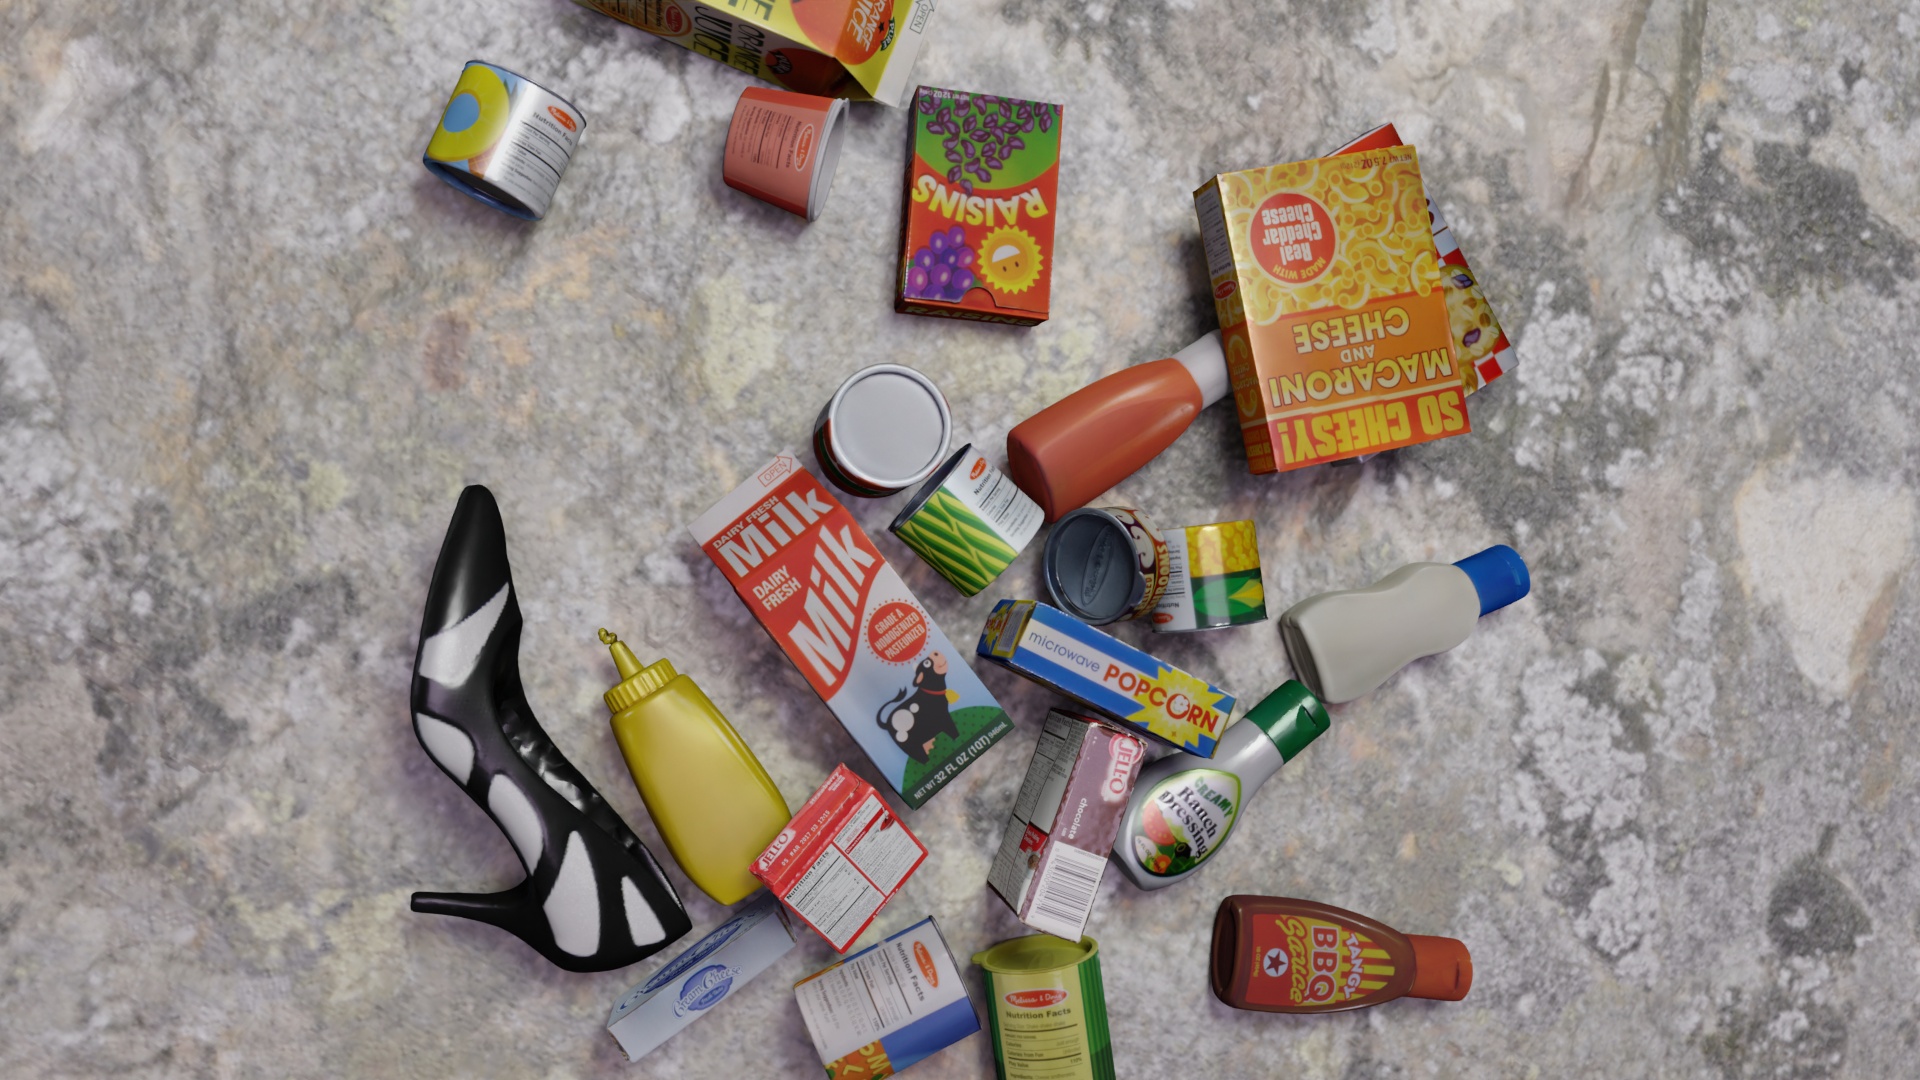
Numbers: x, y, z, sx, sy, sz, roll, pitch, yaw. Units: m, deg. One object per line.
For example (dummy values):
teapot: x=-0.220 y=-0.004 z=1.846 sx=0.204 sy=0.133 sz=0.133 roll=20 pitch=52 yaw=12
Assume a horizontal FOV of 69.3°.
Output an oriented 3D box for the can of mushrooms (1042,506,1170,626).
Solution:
can of mushrooms: x=0.083 y=0.015 z=0.774 sx=0.033 sy=0.071 sz=0.071 roll=-4 pitch=88 yaw=-49

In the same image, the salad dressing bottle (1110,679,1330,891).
salad dressing bottle: x=0.147 y=0.138 z=0.801 sx=0.148 sy=0.044 sz=0.064 roll=-38 pitch=97 yaw=-10

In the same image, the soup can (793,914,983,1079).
soup can: x=-0.039 y=0.253 z=0.750 sx=0.084 sy=0.071 sz=0.071 roll=-24 pitch=93 yaw=-10

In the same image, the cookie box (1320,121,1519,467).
cookie box: x=0.240 y=-0.147 z=0.834 sx=0.123 sy=0.040 sz=0.167 roll=-31 pitch=95 yaw=-11

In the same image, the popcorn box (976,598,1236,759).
popcorn box: x=0.078 y=0.075 z=0.769 sx=0.127 sy=0.085 sz=0.038 roll=27 pitch=83 yaw=-9

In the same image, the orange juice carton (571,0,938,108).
orange juice carton: x=-0.112 y=-0.302 z=0.753 sx=0.193 sy=0.073 sz=0.072 roll=19 pitch=84 yaw=-10

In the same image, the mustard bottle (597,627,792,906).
mustard bottle: x=-0.147 y=0.114 z=0.741 sx=0.065 sy=0.048 sz=0.160 roll=-31 pitch=93 yaw=-16

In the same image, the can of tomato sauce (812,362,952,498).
can of tomato sauce: x=-0.042 y=-0.057 z=0.751 sx=0.071 sy=0.083 sz=0.071 roll=0 pitch=88 yaw=-11

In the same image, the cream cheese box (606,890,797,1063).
cream cheese box: x=-0.136 y=0.230 z=0.737 sx=0.104 sy=0.053 sz=0.024 roll=-34 pitch=93 yaw=-10

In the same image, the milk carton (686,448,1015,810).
milk carton: x=-0.061 y=0.046 z=0.749 sx=0.072 sy=0.073 sz=0.190 roll=-39 pitch=95 yaw=-10

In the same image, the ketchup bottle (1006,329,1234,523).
ketchup bottle: x=0.098 y=-0.070 z=0.794 sx=0.149 sy=0.044 sz=0.064 roll=-32 pitch=137 yaw=-15

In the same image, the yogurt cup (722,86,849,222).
yogurt cup: x=-0.096 y=-0.213 z=0.758 sx=0.054 sy=0.072 sz=0.072 roll=15 pitch=85 yaw=-2

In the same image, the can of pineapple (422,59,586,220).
can of pineapple: x=-0.240 y=-0.209 z=0.728 sx=0.071 sy=0.071 sz=0.058 roll=23 pitch=84 yaw=-10

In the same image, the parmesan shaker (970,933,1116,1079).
parmesan shaker: x=0.048 y=0.277 z=0.766 sx=0.071 sy=0.071 sz=0.103 roll=-8 pitch=90 yaw=-11

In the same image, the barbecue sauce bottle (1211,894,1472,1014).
barbecue sauce bottle: x=0.223 y=0.245 z=0.813 sx=0.149 sy=0.043 sz=0.065 roll=8 pitch=85 yaw=-11

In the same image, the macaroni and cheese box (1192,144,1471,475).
macaroni and cheese box: x=0.210 y=-0.129 z=0.785 sx=0.124 sy=0.040 sz=0.166 roll=-11 pitch=90 yaw=-12

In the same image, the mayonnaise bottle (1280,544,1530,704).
mayonnaise bottle: x=0.269 y=0.045 z=0.832 sx=0.148 sy=0.041 sz=0.064 roll=-21 pitch=94 yaw=-12

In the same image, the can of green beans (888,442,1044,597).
can of green beans: x=0.004 y=-0.011 z=0.768 sx=0.058 sy=0.071 sz=0.071 roll=42 pitch=81 yaw=-8

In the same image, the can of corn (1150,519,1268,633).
can of corn: x=0.141 y=0.020 z=0.794 sx=0.071 sy=0.071 sz=0.058 roll=-7 pitch=89 yaw=-11

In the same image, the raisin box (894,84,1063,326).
raisin box: x=0.010 y=-0.188 z=0.790 sx=0.086 sy=0.040 sz=0.123 roll=5 pitch=88 yaw=-12
